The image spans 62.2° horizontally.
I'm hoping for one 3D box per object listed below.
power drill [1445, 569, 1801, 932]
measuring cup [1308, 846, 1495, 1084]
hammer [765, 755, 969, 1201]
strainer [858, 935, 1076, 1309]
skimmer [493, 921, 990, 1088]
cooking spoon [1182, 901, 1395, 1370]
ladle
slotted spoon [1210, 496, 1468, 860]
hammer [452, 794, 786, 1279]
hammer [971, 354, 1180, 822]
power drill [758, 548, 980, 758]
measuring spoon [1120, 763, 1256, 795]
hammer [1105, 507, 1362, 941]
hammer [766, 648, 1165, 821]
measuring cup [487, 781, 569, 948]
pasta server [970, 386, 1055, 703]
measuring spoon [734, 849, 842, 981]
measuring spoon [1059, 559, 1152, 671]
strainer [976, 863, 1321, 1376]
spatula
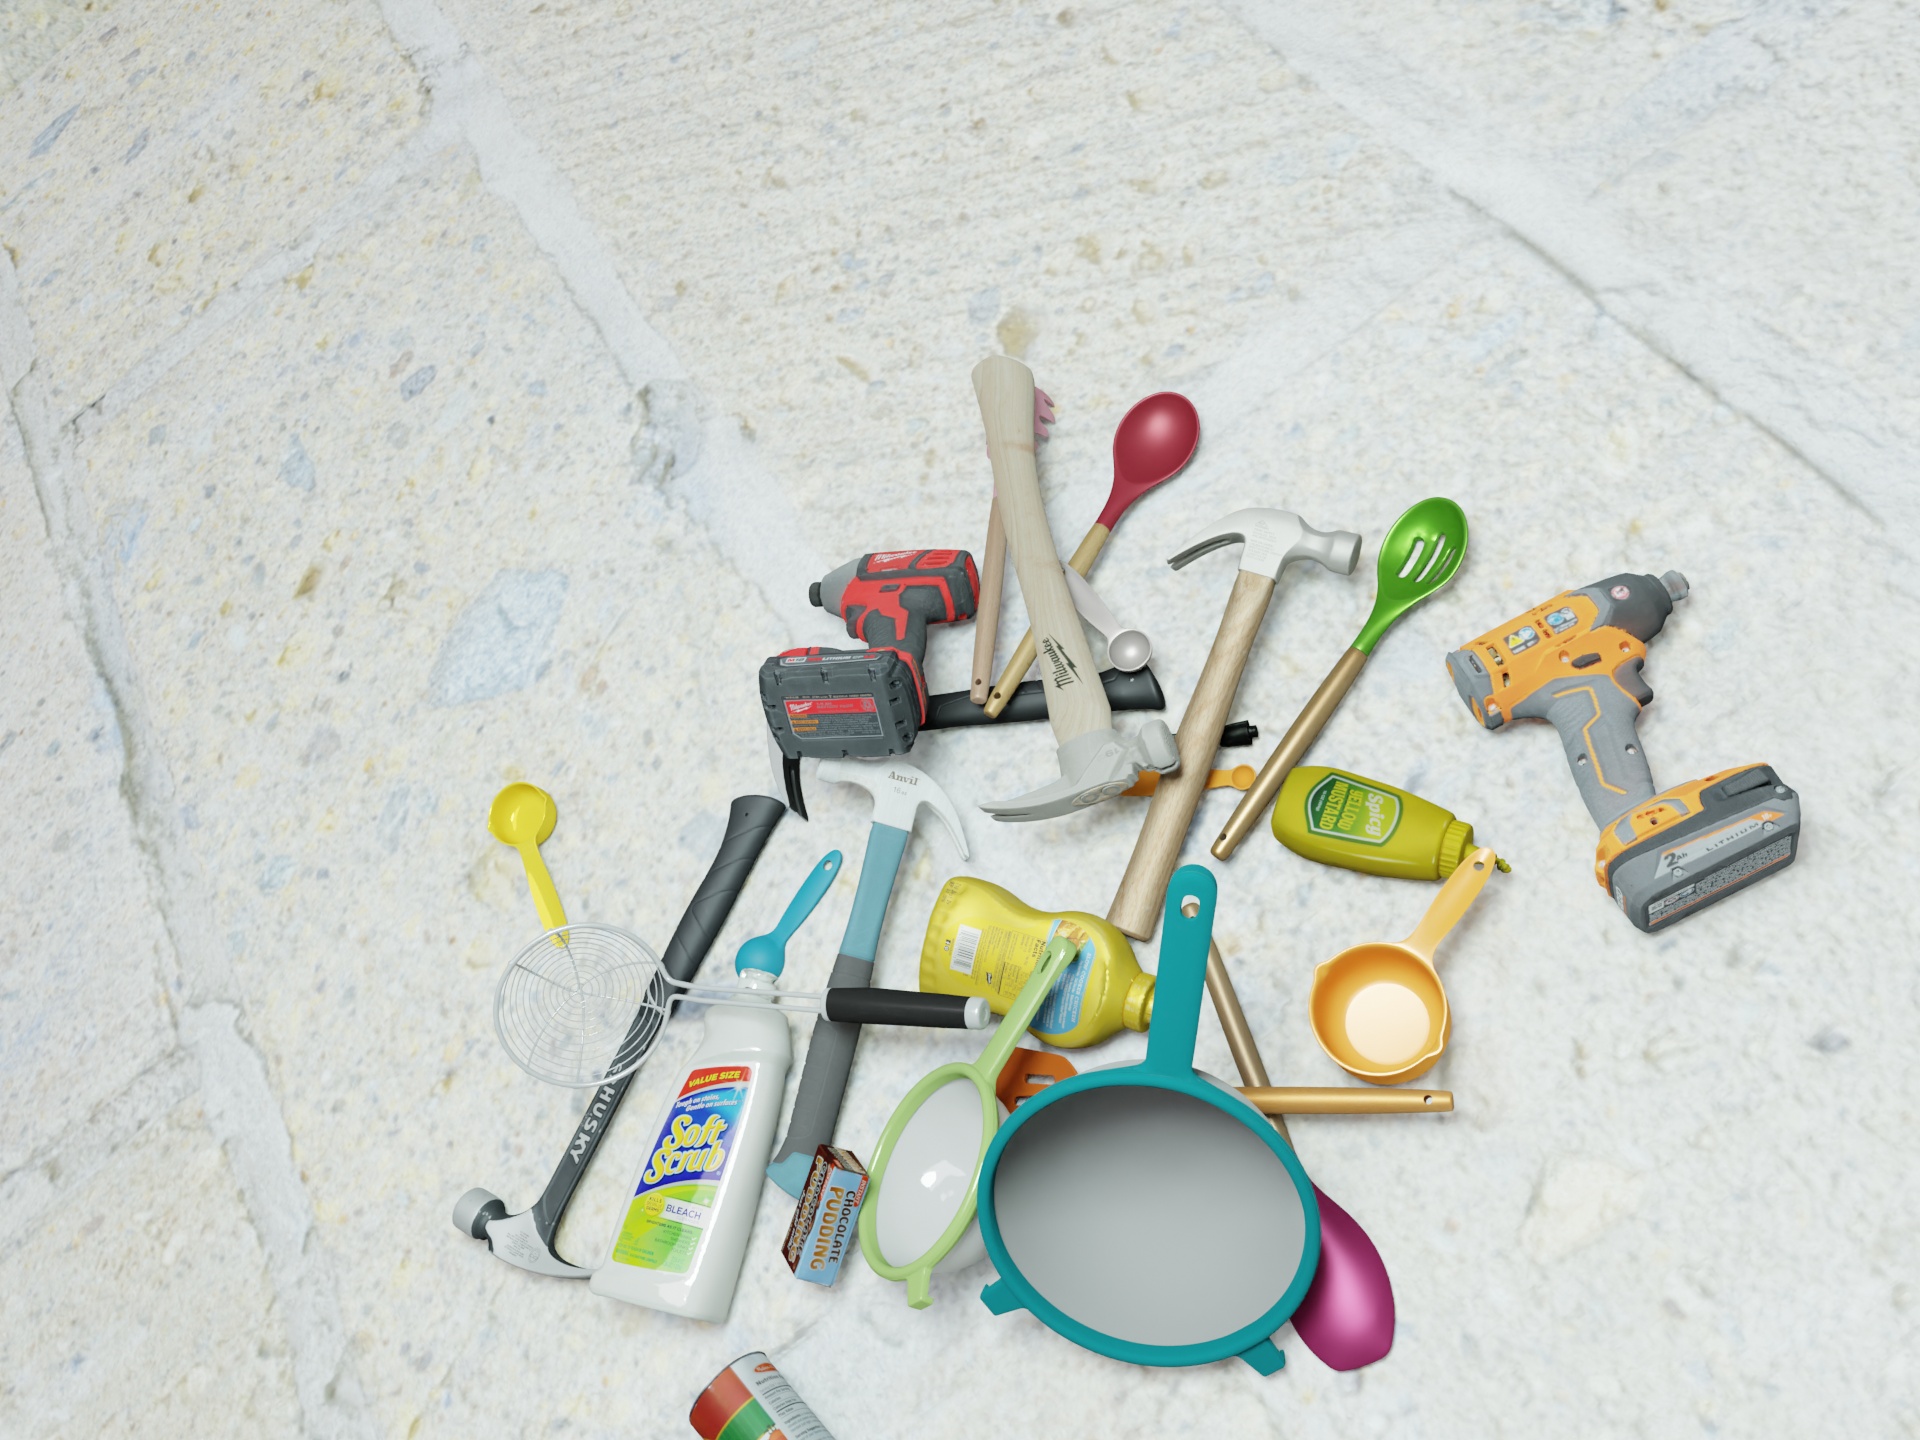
[{"bbox_3d":[0.444,0.005,1.038,0.164,0.084,0.227,-29,55,8],"label":"power drill"},{"bbox_3d":[0.301,0.160,1.044,0.095,0.052,0.173,33,81,32],"label":"measuring cup"},{"bbox_3d":[-0.083,0.190,1.185,0.128,0.033,0.331,15,78,-4],"label":"hammer"},{"bbox_3d":[0.026,0.270,1.086,0.256,0.069,0.151,-59,23,-2],"label":"strainer"},{"bbox_3d":[-0.161,0.209,1.130,0.363,0.090,0.127,-1,101,24],"label":"skimmer"},{"bbox_3d":[0.205,0.264,1.056,0.069,0.017,0.319,-25,60,12],"label":"cooking spoon"},{"bbox_3d":[0.101,-0.132,1.261,0.069,0.031,0.315,24,71,24],"label":"ladle"},{"bbox_3d":[0.273,-0.029,1.153,0.070,0.031,0.314,28,79,48],"label":"slotted spoon"},{"bbox_3d":[-0.245,0.241,1.255,0.149,0.036,0.409,20,76,28],"label":"hammer"},{"bbox_3d":[0.051,-0.117,1.228,0.146,0.038,0.411,-22,58,16],"label":"hammer"},{"bbox_3d":[-0.074,-0.063,1.246,0.143,0.078,0.220,-2,33,17],"label":"power drill"},{"bbox_3d":[0.164,0.046,1.183,0.117,0.011,0.021,-5,68,26],"label":"measuring spoon"},{"bbox_3d":[0.175,0.000,1.158,0.130,0.031,0.331,19,83,23],"label":"hammer"},{"bbox_3d":[-0.002,-0.004,1.263,0.335,0.035,0.146,-6,64,21],"label":"hammer"},{"bbox_3d":[-0.360,0.126,1.370,0.062,0.029,0.157,-28,70,10],"label":"measuring cup"},{"bbox_3d":[0.034,-0.153,1.301,0.060,0.040,0.316,-4,62,21],"label":"pasta server"},{"bbox_3d":[-0.136,0.153,1.254,0.042,0.021,0.128,32,84,32],"label":"measuring spoon"},{"bbox_3d":[0.105,-0.081,1.220,0.034,0.018,0.124,-39,60,2],"label":"measuring spoon"},{"bbox_3d":[0.127,0.234,0.990,0.211,0.095,0.340,9,109,11],"label":"strainer"},{"bbox_3d":[0.162,0.254,1.061,0.322,0.041,0.081,-5,68,23],"label":"spatula"}]
